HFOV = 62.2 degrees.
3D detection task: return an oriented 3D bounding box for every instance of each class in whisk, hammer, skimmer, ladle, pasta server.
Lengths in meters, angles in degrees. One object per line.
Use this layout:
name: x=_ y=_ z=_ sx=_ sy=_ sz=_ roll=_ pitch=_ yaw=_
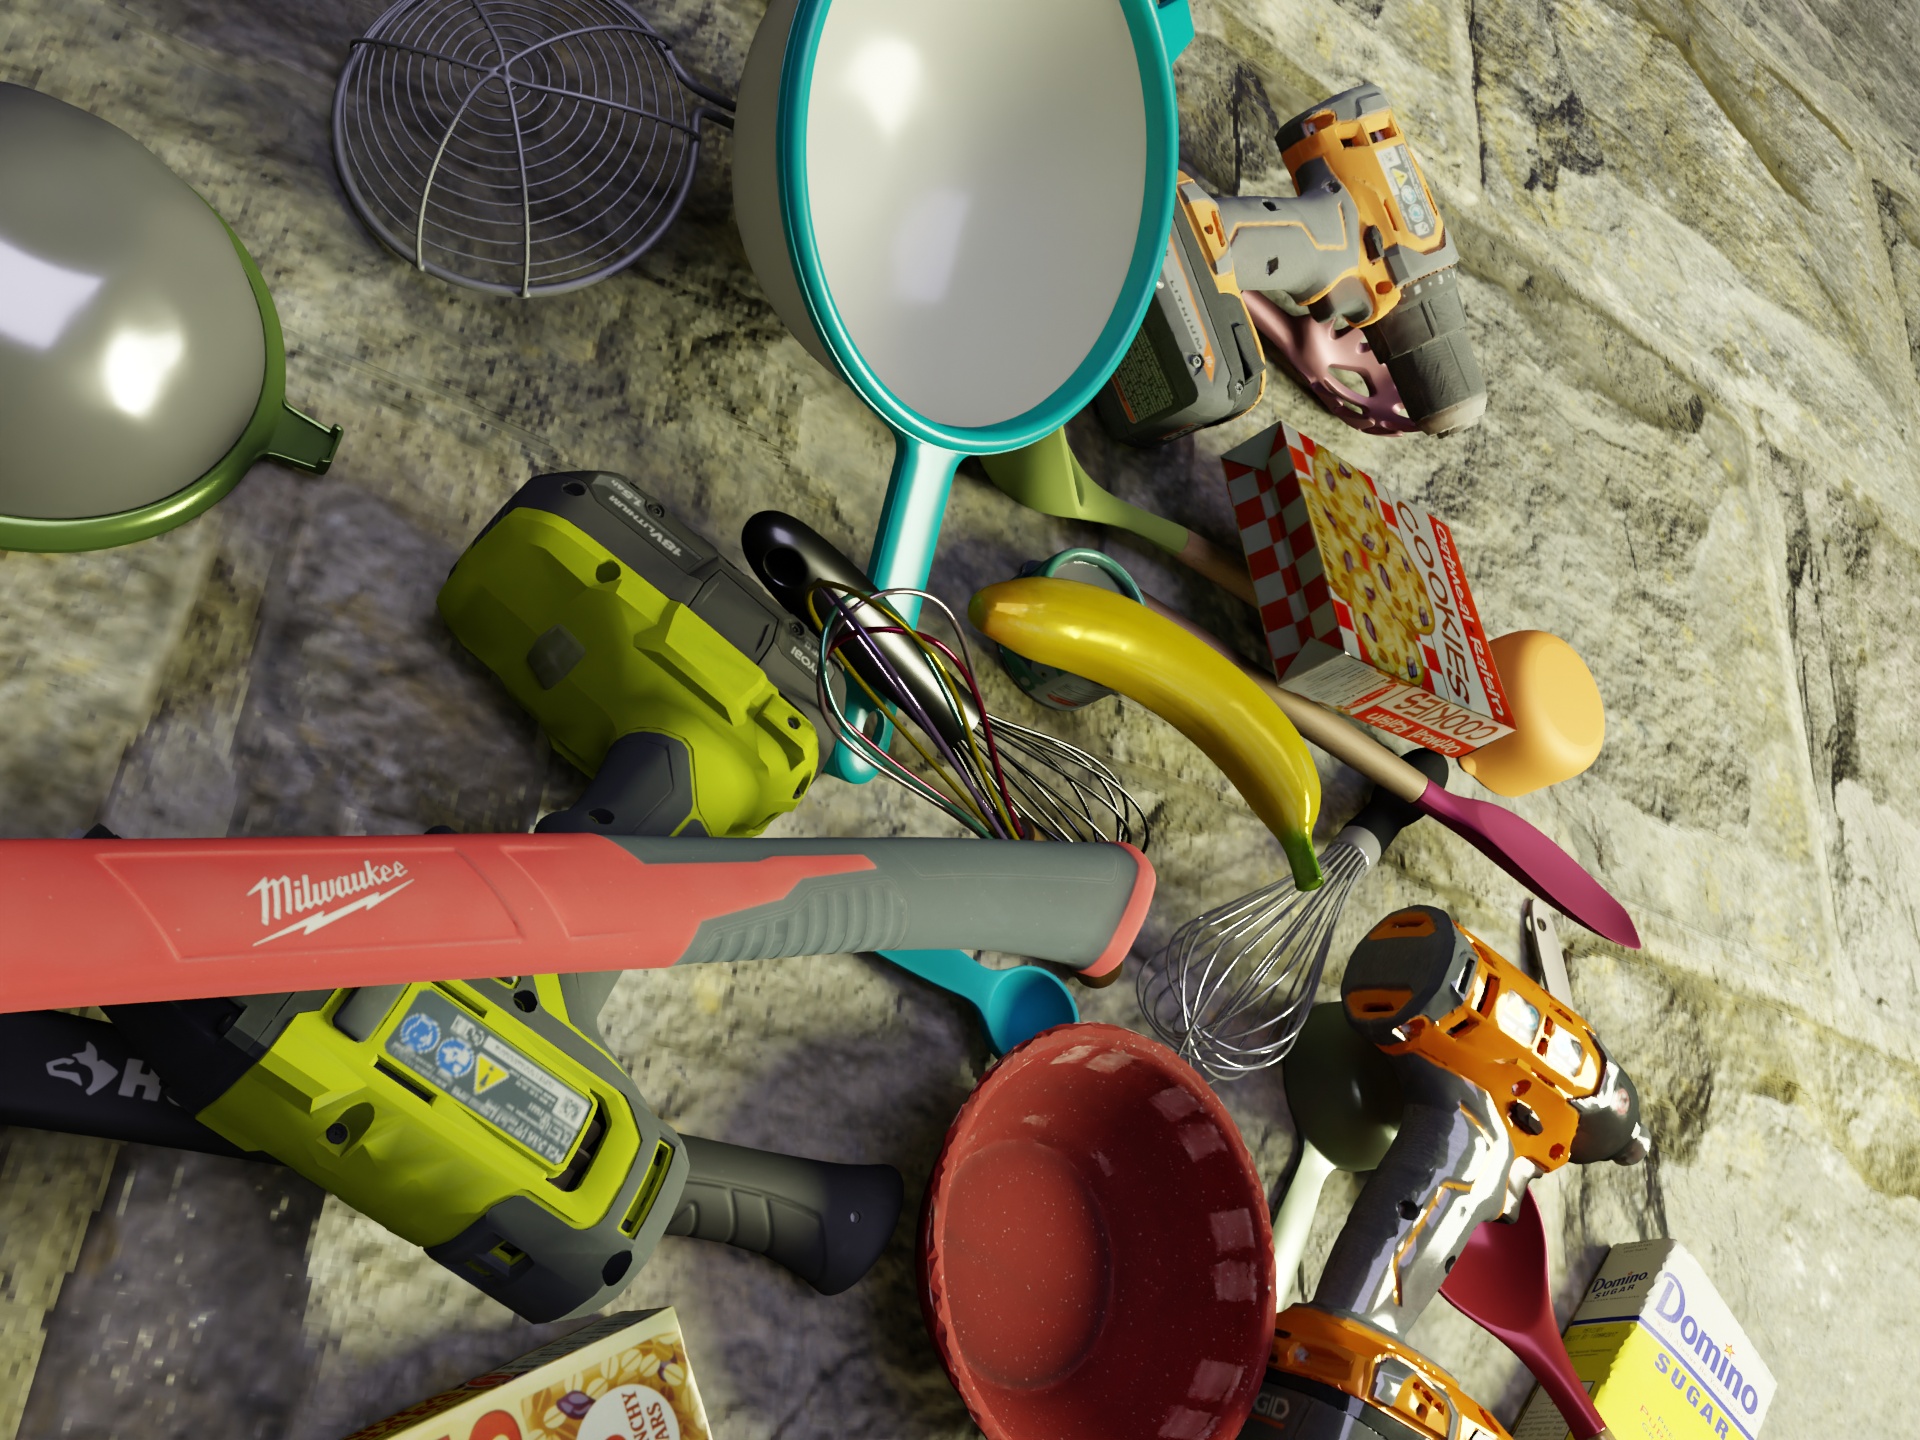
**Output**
whisk: x=0.167 y=0.075 z=0.726 sx=0.284 sy=0.070 sz=0.070 roll=-35 pitch=95 yaw=-46
hammer: x=-0.159 y=0.115 z=0.463 sx=0.334 sy=0.035 sz=0.146 roll=21 pitch=61 yaw=-31
skimmer: x=-0.078 y=-0.232 z=0.674 sx=0.363 sy=0.090 sz=0.127 roll=-12 pitch=82 yaw=-51
hammer: x=-0.090 y=0.033 z=0.415 sx=0.386 sy=0.038 sz=0.143 roll=4 pitch=61 yaw=-44
ladle: x=0.282 y=0.324 z=0.668 sx=0.069 sy=0.031 sz=0.316 roll=-19 pitch=65 yaw=-22
whisk: x=0.000 y=-0.002 z=0.592 sx=0.238 sy=0.055 sz=0.055 roll=44 pitch=49 yaw=-40
pasta server: x=0.130 y=-0.244 z=0.838 sx=0.316 sy=0.040 sz=0.060 roll=31 pitch=71 yaw=-24
ladle: x=0.131 y=-0.082 z=0.762 sx=0.320 sy=0.062 sz=0.078 roll=25 pitch=39 yaw=-32
whisk: x=0.011 y=0.033 z=0.565 sx=0.244 sy=0.047 sz=0.051 roll=55 pitch=32 yaw=-44

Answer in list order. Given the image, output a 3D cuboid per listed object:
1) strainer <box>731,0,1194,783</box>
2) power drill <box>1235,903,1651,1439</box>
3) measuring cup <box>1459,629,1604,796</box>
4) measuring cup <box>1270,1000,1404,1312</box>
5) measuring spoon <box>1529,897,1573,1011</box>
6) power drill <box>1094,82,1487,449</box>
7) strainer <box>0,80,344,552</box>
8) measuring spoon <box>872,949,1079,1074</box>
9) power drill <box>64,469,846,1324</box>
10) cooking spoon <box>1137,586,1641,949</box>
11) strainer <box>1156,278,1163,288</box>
strainer: x=-0.029 y=-0.150 z=0.611 sx=0.210 sy=0.095 sz=0.340 roll=6 pitch=100 yaw=-49
power drill: x=0.203 y=0.211 z=0.645 sx=0.164 sy=0.084 sz=0.227 roll=35 pitch=65 yaw=-19
measuring cup: x=0.290 y=-0.040 z=0.870 sx=0.095 sy=0.052 sz=0.173 roll=-42 pitch=102 yaw=-41
measuring cup: x=0.165 y=0.190 z=0.685 sx=0.083 sy=0.038 sz=0.168 roll=47 pitch=49 yaw=-14
measuring spoon: x=0.310 y=0.153 z=0.837 sx=0.034 sy=0.018 sz=0.124 roll=20 pitch=54 yaw=-31
power drill: x=0.167 y=-0.206 z=0.797 sx=0.226 sy=0.084 sz=0.185 roll=-28 pitch=96 yaw=-31
strainer: x=-0.287 y=-0.177 z=0.458 sx=0.151 sy=0.069 sz=0.256 roll=-23 pitch=89 yaw=-42
measuring spoon: x=-0.012 y=0.094 z=0.605 sx=0.128 sy=0.021 sz=0.042 roll=33 pitch=55 yaw=-13
power drill: x=-0.130 y=0.031 z=0.459 sx=0.171 sy=0.080 sz=0.223 roll=41 pitch=39 yaw=-17
cooking spoon: x=0.195 y=0.020 z=0.750 sx=0.318 sy=0.017 sz=0.069 roll=32 pitch=28 yaw=-9
strainer: x=0.004 y=-0.286 z=0.708 sx=0.258 sy=0.050 sz=0.087 roll=49 pitch=17 yaw=6
